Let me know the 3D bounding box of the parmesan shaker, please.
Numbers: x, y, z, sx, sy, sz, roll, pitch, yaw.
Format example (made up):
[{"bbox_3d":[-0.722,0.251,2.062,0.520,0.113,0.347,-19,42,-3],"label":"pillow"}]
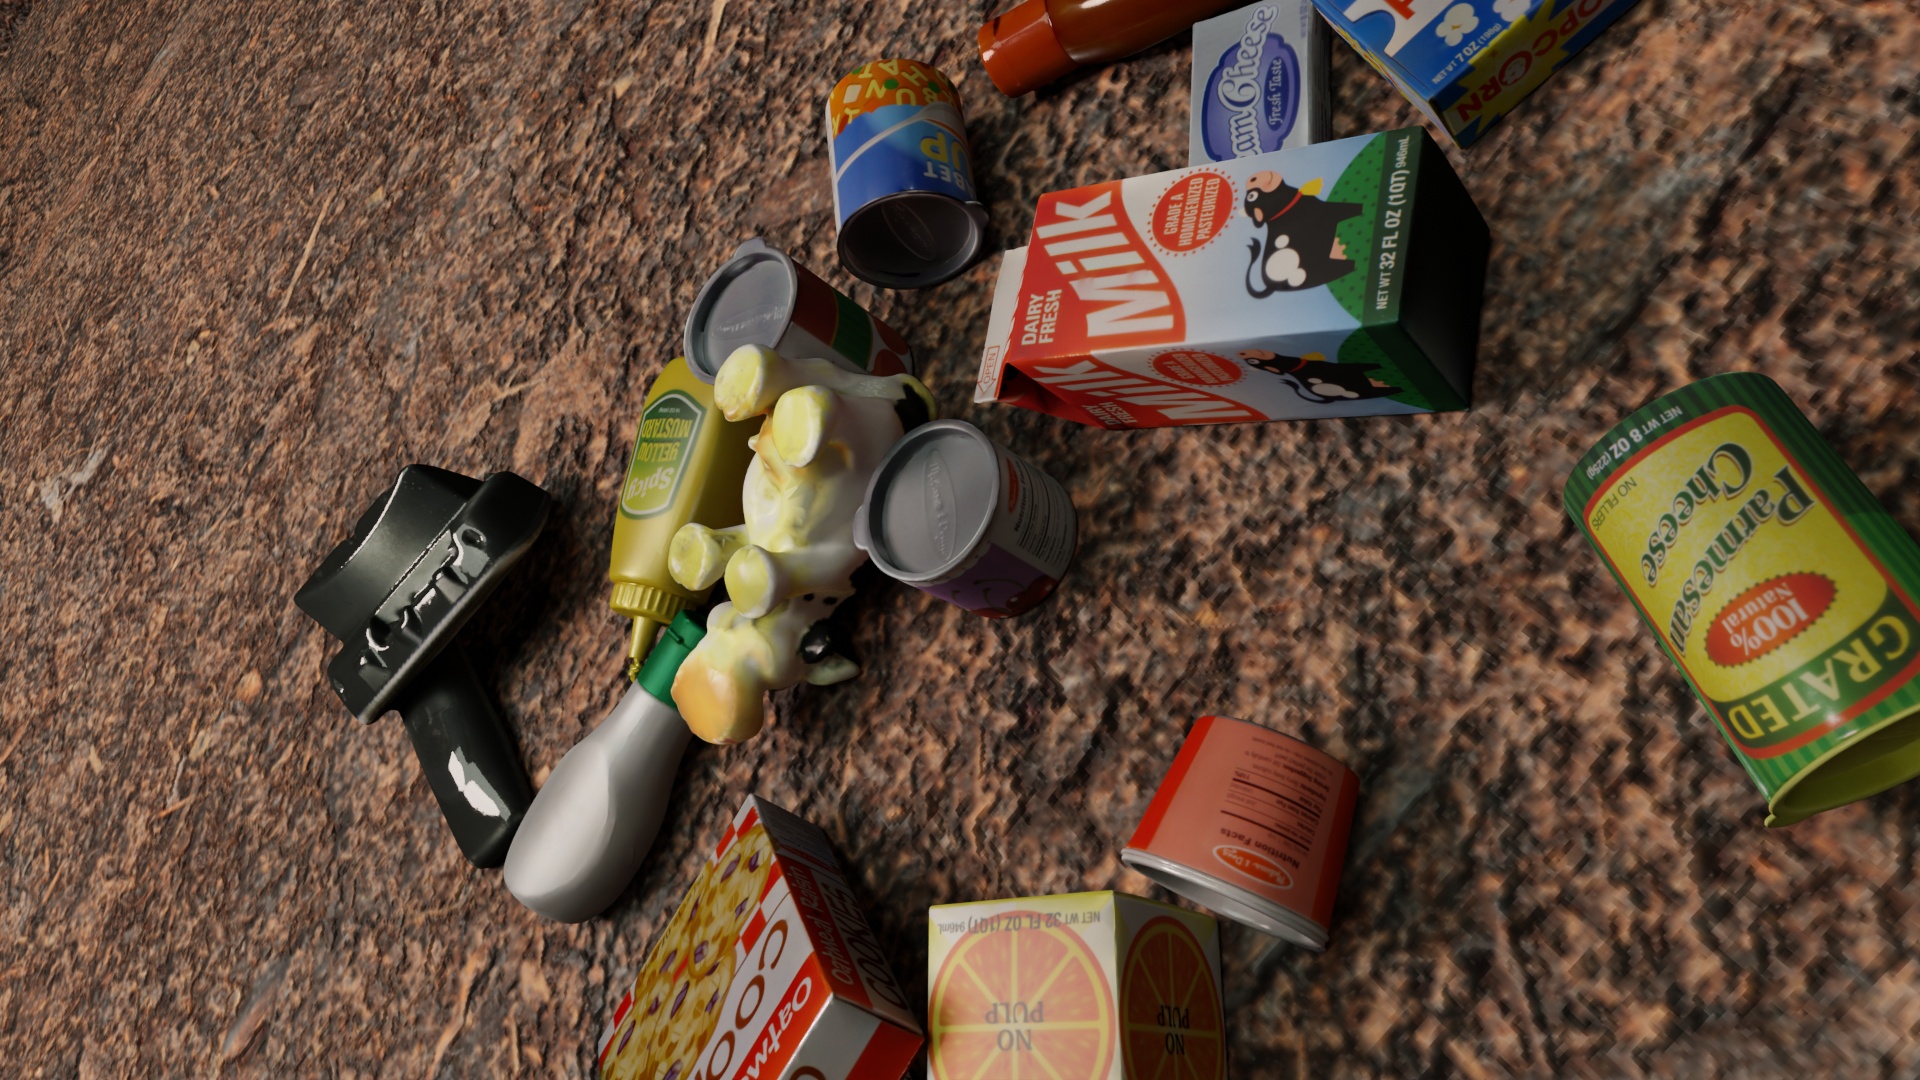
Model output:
[{"bbox_3d":[0.217,0.015,0.374,0.071,0.071,0.103,-36,53,21],"label":"parmesan shaker"}]

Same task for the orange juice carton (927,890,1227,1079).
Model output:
[{"bbox_3d":[0.037,0.211,0.423,0.071,0.073,0.193,-15,63,32],"label":"orange juice carton"}]

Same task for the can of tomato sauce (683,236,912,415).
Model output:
[{"bbox_3d":[-0.072,-0.086,0.629,0.071,0.083,0.071,-16,62,32],"label":"can of tomato sauce"}]

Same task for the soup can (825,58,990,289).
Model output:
[{"bbox_3d":[-0.025,-0.170,0.641,0.071,0.071,0.084,-24,58,28],"label":"soup can"}]

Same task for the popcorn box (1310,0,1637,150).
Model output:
[{"bbox_3d":[0.202,-0.216,0.503,0.126,0.038,0.085,-41,53,17],"label":"popcorn box"}]

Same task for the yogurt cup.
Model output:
[{"bbox_3d":[0.092,0.090,0.441,0.072,0.072,0.054,12,71,40],"label":"yogurt cup"}]

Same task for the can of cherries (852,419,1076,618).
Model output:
[{"bbox_3d":[0.002,-0.007,0.555,0.071,0.058,0.072,-15,64,33],"label":"can of cherries"}]

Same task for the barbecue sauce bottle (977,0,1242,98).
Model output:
[{"bbox_3d":[0.078,-0.241,0.605,0.148,0.043,0.065,-19,45,31],"label":"barbecue sauce bottle"}]

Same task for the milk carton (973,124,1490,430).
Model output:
[{"bbox_3d":[0.086,-0.088,0.514,0.190,0.073,0.072,1,72,38],"label":"milk carton"}]

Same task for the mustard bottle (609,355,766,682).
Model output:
[{"bbox_3d":[-0.135,-0.010,0.668,0.065,0.049,0.160,1,72,40],"label":"mustard bottle"}]

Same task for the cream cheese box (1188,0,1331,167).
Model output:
[{"bbox_3d":[0.120,-0.168,0.555,0.053,0.024,0.104,-9,66,35],"label":"cream cheese box"}]

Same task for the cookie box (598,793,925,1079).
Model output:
[{"bbox_3d":[-0.079,0.181,0.501,0.123,0.040,0.167,-58,20,0],"label":"cookie box"}]

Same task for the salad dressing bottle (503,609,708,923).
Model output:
[{"bbox_3d":[-0.152,0.102,0.637,0.064,0.044,0.147,34,92,41],"label":"salad dressing bottle"}]
